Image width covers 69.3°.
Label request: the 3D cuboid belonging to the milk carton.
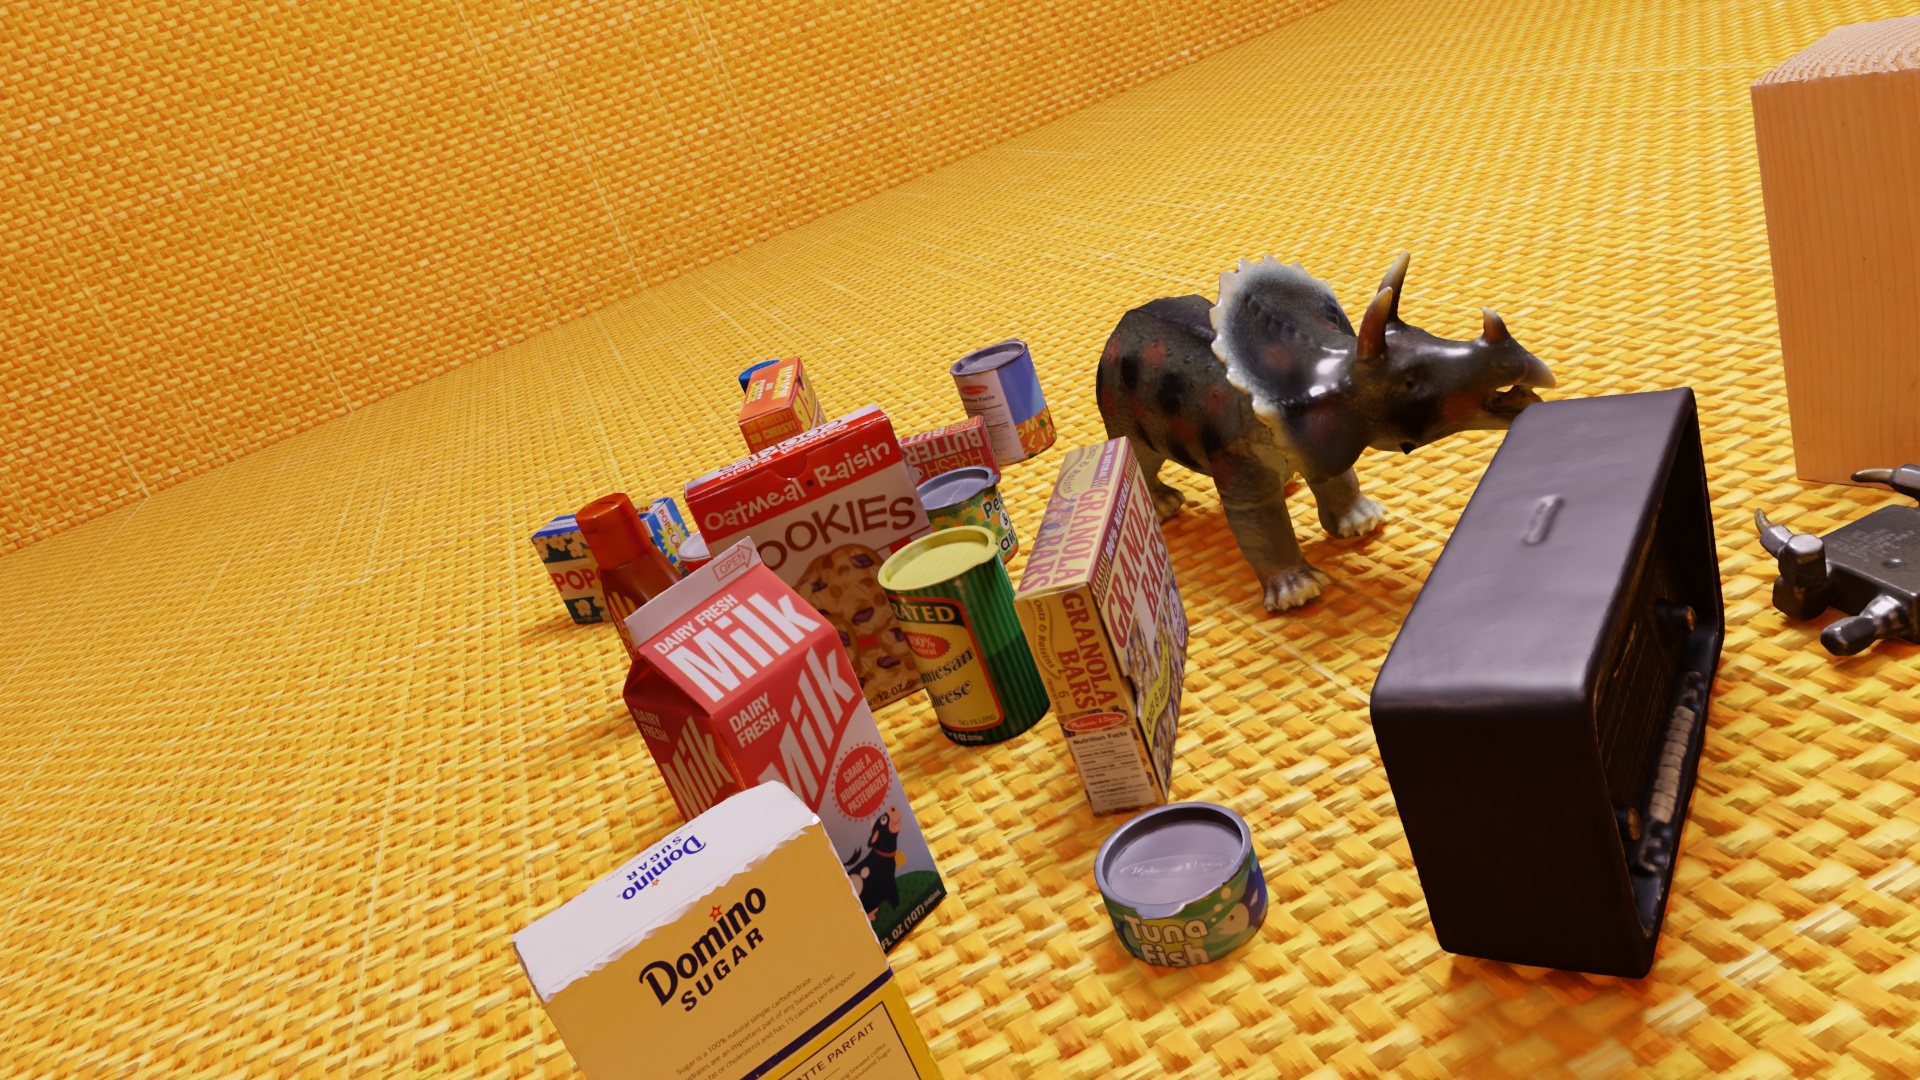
[{"bbox_3d":[-0.083,0.097,0.614,0.073,0.190,0.073,4,32,46],"label":"milk carton"}]

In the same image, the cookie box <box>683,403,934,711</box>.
[{"bbox_3d":[-0.072,0.020,0.814,0.123,0.167,0.040,-24,22,-8],"label":"cookie box"}]

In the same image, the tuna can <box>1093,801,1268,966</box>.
[{"bbox_3d":[0.090,0.142,0.568,0.071,0.032,0.071,-18,22,8],"label":"tuna can"}]

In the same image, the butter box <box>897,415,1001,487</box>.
[{"bbox_3d":[-0.023,-0.060,1.107,0.103,0.053,0.024,-15,22,13],"label":"butter box"}]

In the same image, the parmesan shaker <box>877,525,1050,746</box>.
[{"bbox_3d":[0.006,0.052,0.756,0.071,0.102,0.071,-18,22,8],"label":"parmesan shaker"}]

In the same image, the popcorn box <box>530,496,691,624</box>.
[{"bbox_3d":[-0.269,0.018,1.103,0.126,0.085,0.038,-8,25,29],"label":"popcorn box"}]

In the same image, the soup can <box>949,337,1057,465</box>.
[{"bbox_3d":[0.038,-0.114,1.137,0.071,0.083,0.071,-18,22,8],"label":"soup can"}]

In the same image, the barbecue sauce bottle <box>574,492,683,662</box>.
[{"bbox_3d":[-0.203,0.041,0.906,0.065,0.148,0.044,-4,27,36],"label":"barbecue sauce bottle"}]

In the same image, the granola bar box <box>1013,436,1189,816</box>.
[{"bbox_3d":[0.077,0.037,0.700,0.039,0.123,0.166,-13,23,19],"label":"granola bar box"}]

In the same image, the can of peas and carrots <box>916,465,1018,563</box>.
[{"bbox_3d":[0.003,-0.012,0.966,0.071,0.058,0.071,-18,22,8],"label":"can of peas and carrots"}]

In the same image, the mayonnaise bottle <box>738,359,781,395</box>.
[{"bbox_3d":[-0.130,-0.069,1.097,0.065,0.147,0.041,-31,24,-24],"label":"mayonnaise bottle"}]

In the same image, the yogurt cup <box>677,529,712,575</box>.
[{"bbox_3d":[-0.174,0.018,1.059,0.072,0.053,0.073,-18,22,8],"label":"yogurt cup"}]

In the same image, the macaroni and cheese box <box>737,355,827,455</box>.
[{"bbox_3d":[-0.099,-0.032,0.960,0.040,0.166,0.124,-19,22,4],"label":"macaroni and cheese box"}]
